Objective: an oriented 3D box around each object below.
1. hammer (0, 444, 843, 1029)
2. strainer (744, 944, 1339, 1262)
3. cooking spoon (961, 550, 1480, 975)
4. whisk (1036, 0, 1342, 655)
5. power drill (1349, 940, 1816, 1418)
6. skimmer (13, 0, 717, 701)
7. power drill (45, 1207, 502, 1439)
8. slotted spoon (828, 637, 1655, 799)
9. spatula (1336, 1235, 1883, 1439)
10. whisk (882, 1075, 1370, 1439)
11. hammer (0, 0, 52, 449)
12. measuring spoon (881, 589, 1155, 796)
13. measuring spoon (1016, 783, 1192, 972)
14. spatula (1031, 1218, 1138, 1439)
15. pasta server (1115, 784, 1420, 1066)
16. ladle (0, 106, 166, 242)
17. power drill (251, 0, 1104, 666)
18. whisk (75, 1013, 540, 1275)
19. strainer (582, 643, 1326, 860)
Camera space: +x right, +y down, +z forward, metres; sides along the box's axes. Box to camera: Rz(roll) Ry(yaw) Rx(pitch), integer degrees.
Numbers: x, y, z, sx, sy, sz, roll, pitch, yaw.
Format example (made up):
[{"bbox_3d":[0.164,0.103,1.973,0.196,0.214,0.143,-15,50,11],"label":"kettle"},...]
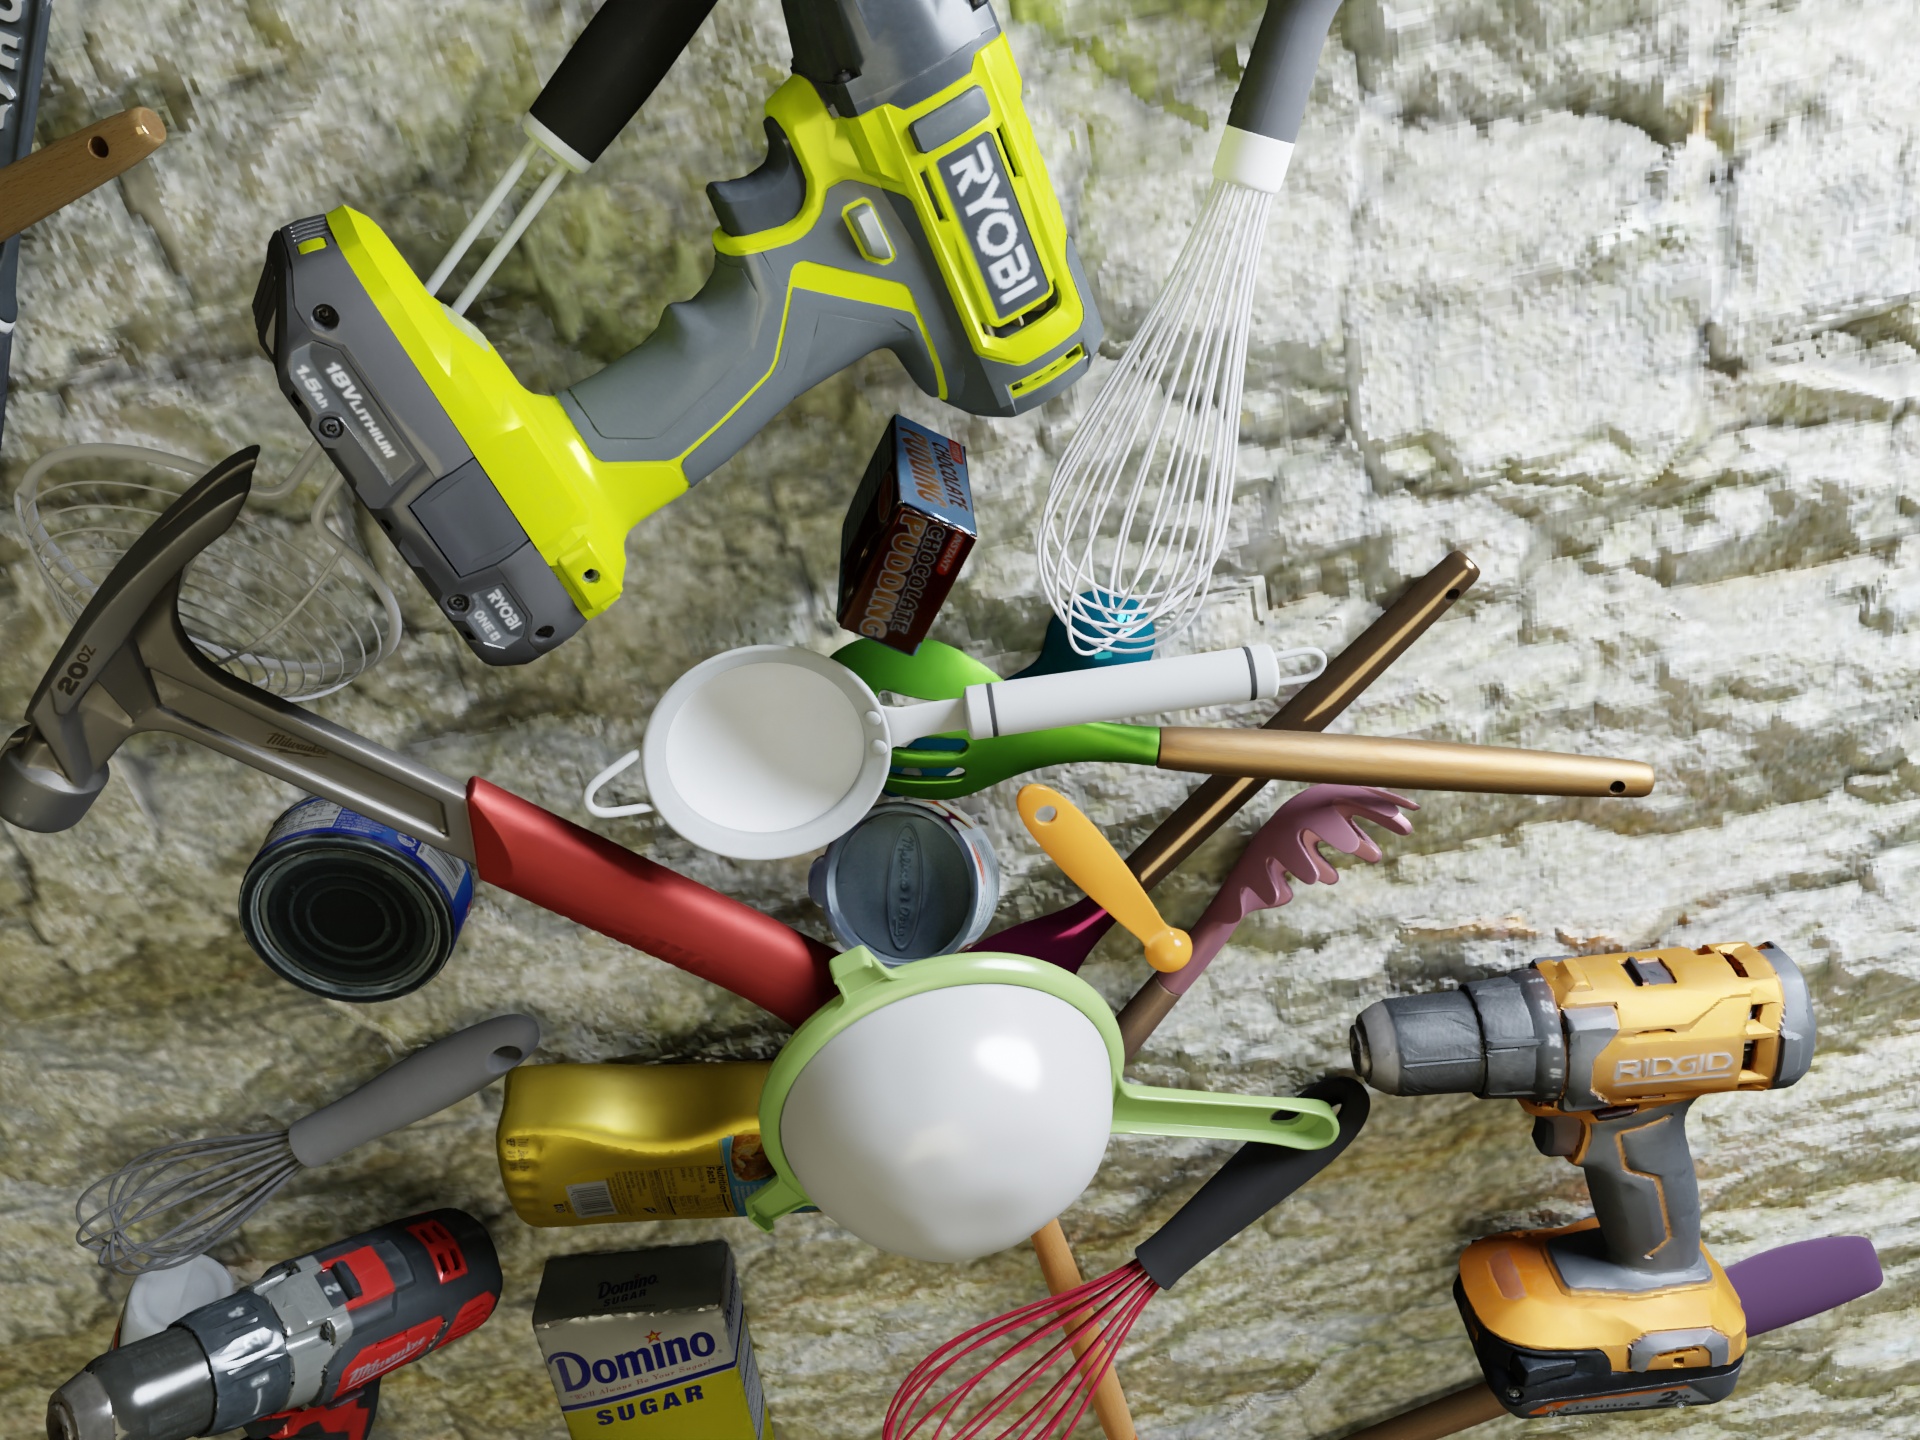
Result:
[{"bbox_3d":[-0.139,0.048,0.580,0.358,0.037,0.149,32,114,-34],"label":"hammer"},{"bbox_3d":[0.049,0.174,0.636,0.256,0.069,0.151,9,122,-20],"label":"strainer"},{"bbox_3d":[0.082,0.051,0.631,0.068,0.017,0.319,33,108,-36],"label":"cooking spoon"},{"bbox_3d":[0.083,-0.149,0.514,0.070,0.070,0.284,12,115,-9],"label":"whisk"},{"bbox_3d":[0.268,0.204,0.712,0.185,0.084,0.226,-5,116,1],"label":"power drill"},{"bbox_3d":[-0.172,-0.145,0.519,0.127,0.090,0.363,34,104,-33],"label":"skimmer"},{"bbox_3d":[-0.323,0.324,0.712,0.187,0.080,0.226,-8,136,-52],"label":"power drill"},{"bbox_3d":[0.099,0.010,0.592,0.314,0.031,0.070,4,121,1],"label":"slotted spoon"},{"bbox_3d":[0.316,0.333,0.822,0.316,0.018,0.059,-27,117,12],"label":"spatula"},{"bbox_3d":[0.073,0.264,0.732,0.296,0.073,0.073,-43,114,6],"label":"whisk"},{"bbox_3d":[-0.318,-0.157,0.505,0.149,0.036,0.408,21,118,-12],"label":"hammer"},{"bbox_3d":[0.020,-0.003,0.613,0.128,0.021,0.042,-35,115,16],"label":"measuring spoon"},{"bbox_3d":[0.057,0.063,0.614,0.021,0.011,0.116,-36,122,9],"label":"measuring spoon"},{"bbox_3d":[0.079,0.360,0.817,0.081,0.041,0.322,-15,119,7],"label":"spatula"},{"bbox_3d":[0.081,0.137,0.688,0.060,0.040,0.316,-6,137,-52],"label":"pasta server"},{"bbox_3d":[-0.367,-0.121,0.494,0.315,0.031,0.069,-17,109,19],"label":"ladle"},{"bbox_3d":[-0.080,-0.132,0.467,0.223,0.080,0.171,-33,127,-7],"label":"power drill"},{"bbox_3d":[-0.289,0.184,0.701,0.239,0.055,0.055,-27,118,8],"label":"whisk"},{"bbox_3d":[-0.001,-0.002,0.554,0.258,0.050,0.086,-8,122,1],"label":"strainer"}]
